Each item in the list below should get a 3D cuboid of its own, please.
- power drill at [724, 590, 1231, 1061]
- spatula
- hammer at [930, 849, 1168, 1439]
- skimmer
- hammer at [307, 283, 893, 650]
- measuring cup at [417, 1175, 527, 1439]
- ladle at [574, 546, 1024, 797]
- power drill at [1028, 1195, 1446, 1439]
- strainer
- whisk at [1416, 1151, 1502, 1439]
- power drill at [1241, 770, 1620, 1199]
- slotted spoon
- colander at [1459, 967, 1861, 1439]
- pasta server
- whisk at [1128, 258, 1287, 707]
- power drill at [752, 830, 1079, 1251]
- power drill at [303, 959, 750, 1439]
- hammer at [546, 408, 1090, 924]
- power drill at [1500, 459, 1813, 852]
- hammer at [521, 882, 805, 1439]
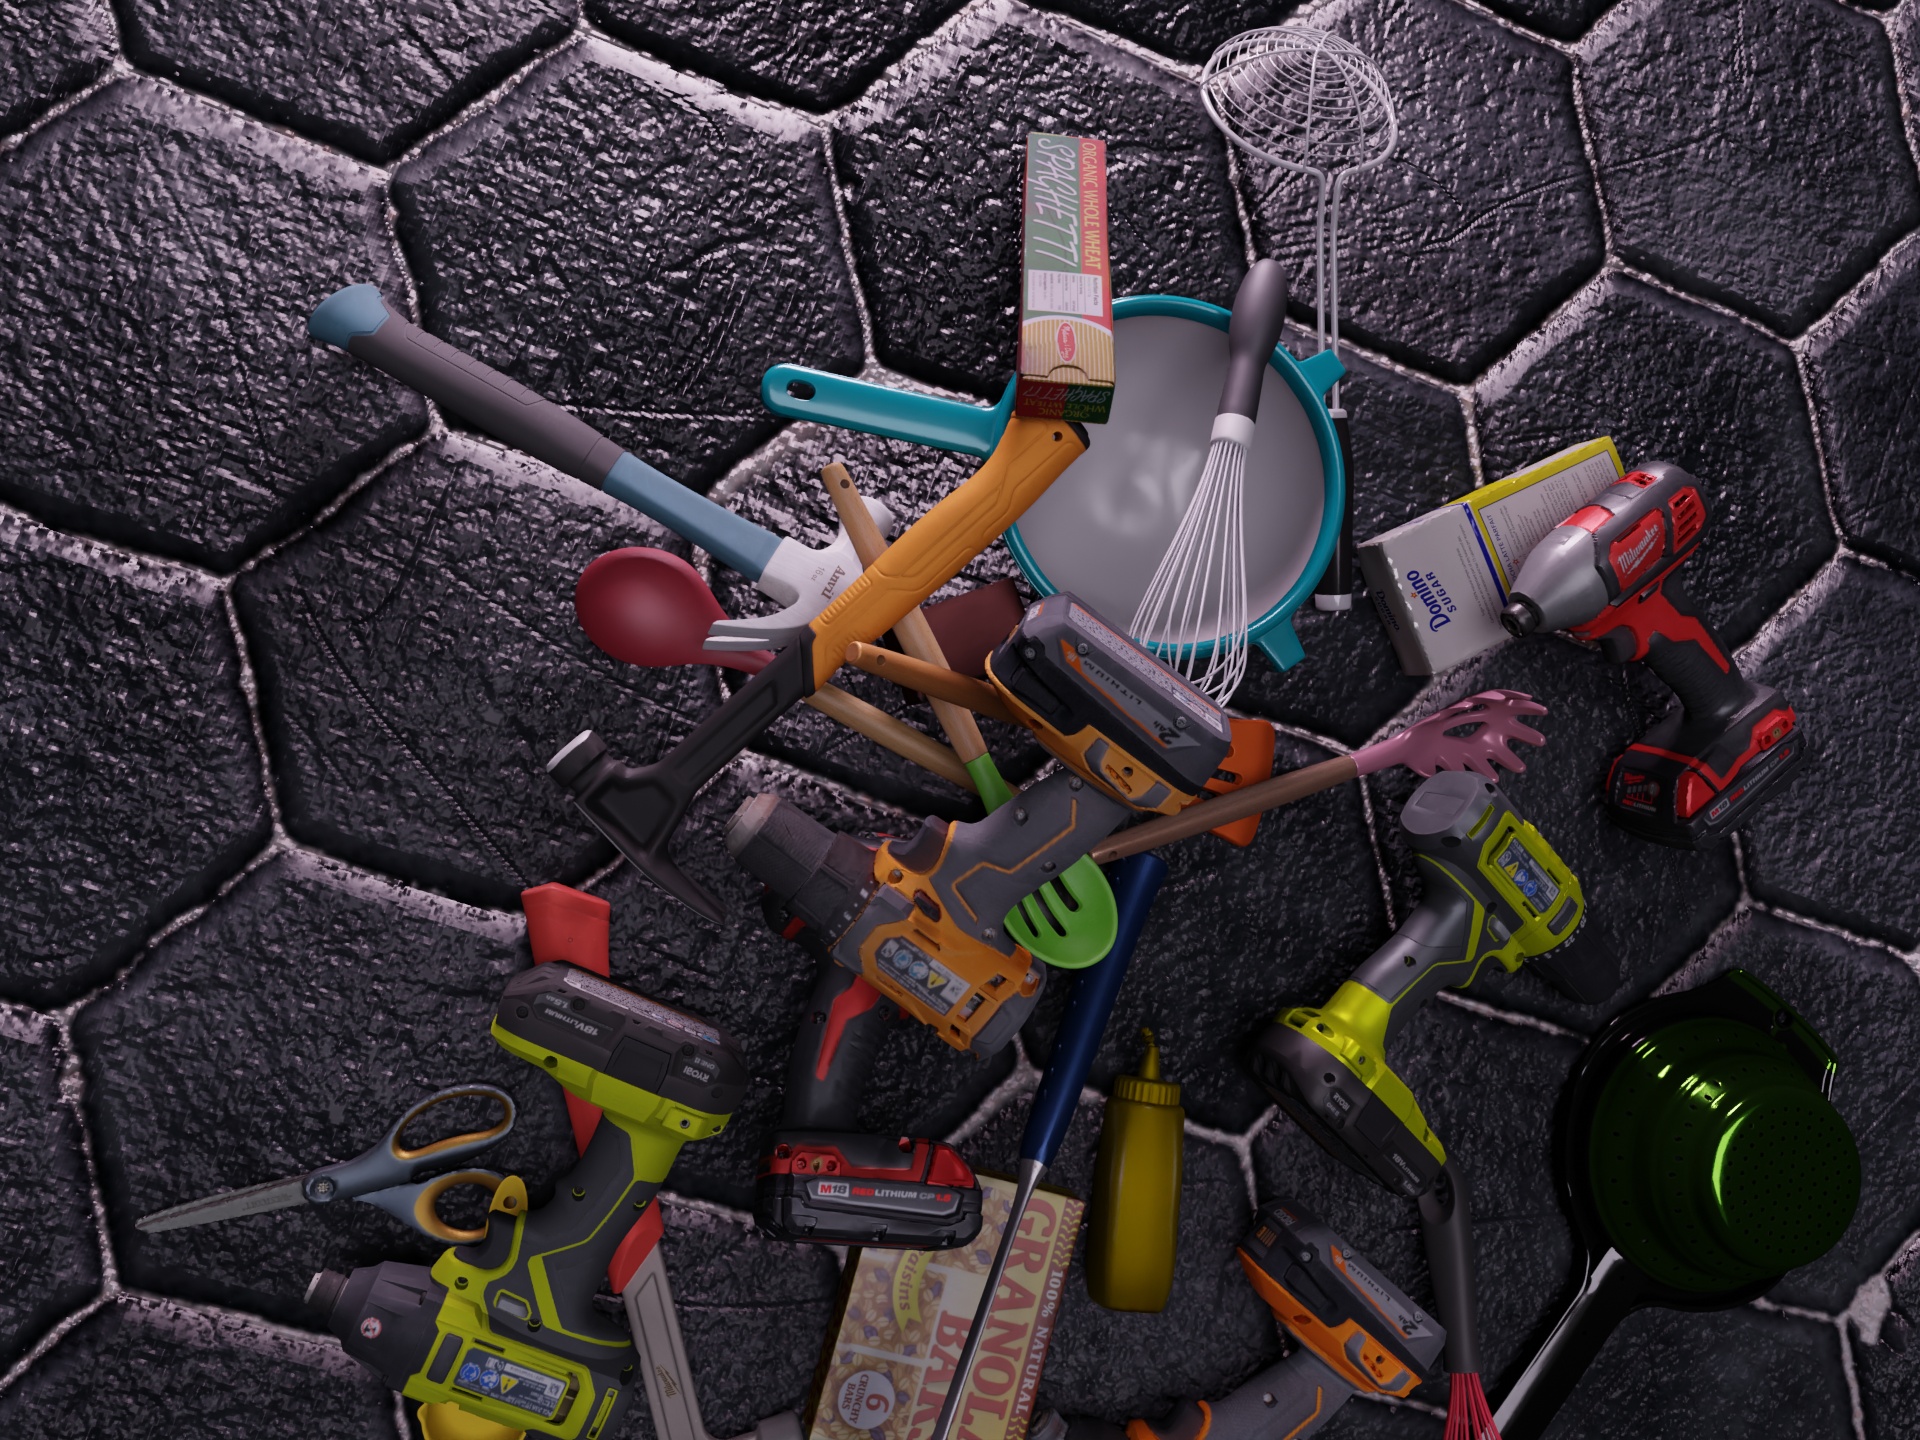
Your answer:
[{"bbox_3d":[0.004,0.042,0.809,0.185,0.084,0.226,36,107,-5],"label":"power drill"},{"bbox_3d":[0.065,0.003,0.905,0.322,0.041,0.081,18,83,-42],"label":"spatula"},{"bbox_3d":[0.039,0.252,0.864,0.035,0.144,0.406,24,65,-2],"label":"hammer"},{"bbox_3d":[0.218,-0.253,1.003,0.127,0.090,0.363,-5,99,-15],"label":"skimmer"},{"bbox_3d":[-0.207,-0.148,0.896,0.331,0.033,0.128,30,61,-5],"label":"hammer"},{"bbox_3d":[-0.257,0.327,0.876,0.062,0.029,0.156,9,85,-12],"label":"measuring cup"},{"bbox_3d":[-0.078,-0.011,0.931,0.315,0.031,0.069,28,79,-11],"label":"ladle"},{"bbox_3d":[0.157,0.397,0.935,0.164,0.084,0.226,42,84,-7],"label":"power drill"},{"bbox_3d":[0.050,-0.147,0.931,0.340,0.095,0.211,11,82,-9],"label":"strainer"},{"bbox_3d":[0.305,0.412,0.958,0.073,0.073,0.296,1,74,-12],"label":"whisk"},{"bbox_3d":[0.297,0.170,0.970,0.190,0.080,0.228,45,78,-22],"label":"power drill"},{"bbox_3d":[-0.001,-0.003,0.891,0.070,0.031,0.314,-28,91,-29],"label":"slotted spoon"},{"bbox_3d":[0.437,0.340,0.987,0.204,0.094,0.397,41,80,-7],"label":"colander"},{"bbox_3d":[0.219,0.039,0.966,0.316,0.040,0.060,-17,120,-19],"label":"pasta server"},{"bbox_3d":[0.142,-0.127,0.874,0.070,0.070,0.285,16,76,-11],"label":"whisk"},{"bbox_3d":[-0.023,0.175,0.889,0.187,0.080,0.227,8,68,-14],"label":"power drill"},{"bbox_3d":[-0.220,0.248,0.828,0.171,0.080,0.223,25,86,-10],"label":"power drill"},{"bbox_3d":[-0.058,-0.042,0.855,0.337,0.034,0.127,-42,99,2],"label":"hammer"},{"bbox_3d":[0.424,-0.034,0.984,0.143,0.079,0.219,-36,109,-11],"label":"power drill"},{"bbox_3d":[-0.198,0.268,0.887,0.149,0.037,0.359,-14,91,-12],"label":"hammer"}]
